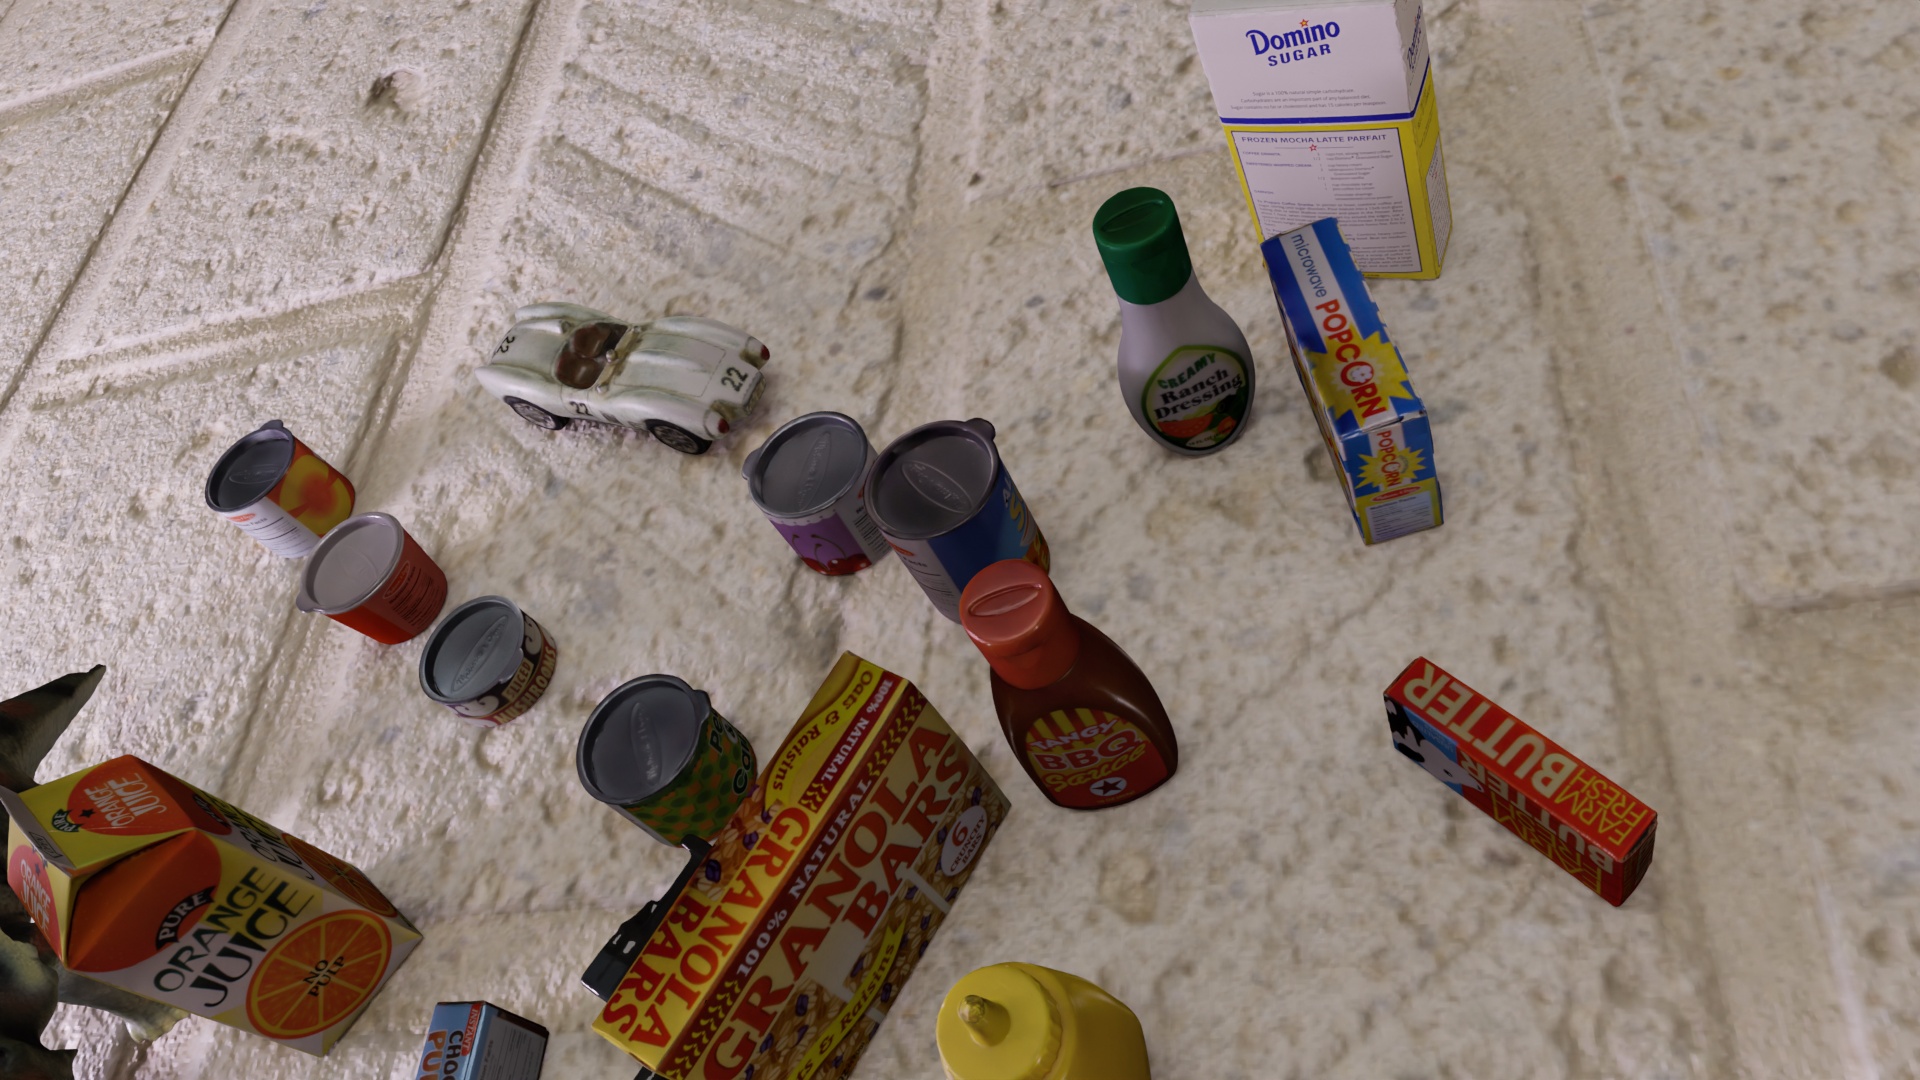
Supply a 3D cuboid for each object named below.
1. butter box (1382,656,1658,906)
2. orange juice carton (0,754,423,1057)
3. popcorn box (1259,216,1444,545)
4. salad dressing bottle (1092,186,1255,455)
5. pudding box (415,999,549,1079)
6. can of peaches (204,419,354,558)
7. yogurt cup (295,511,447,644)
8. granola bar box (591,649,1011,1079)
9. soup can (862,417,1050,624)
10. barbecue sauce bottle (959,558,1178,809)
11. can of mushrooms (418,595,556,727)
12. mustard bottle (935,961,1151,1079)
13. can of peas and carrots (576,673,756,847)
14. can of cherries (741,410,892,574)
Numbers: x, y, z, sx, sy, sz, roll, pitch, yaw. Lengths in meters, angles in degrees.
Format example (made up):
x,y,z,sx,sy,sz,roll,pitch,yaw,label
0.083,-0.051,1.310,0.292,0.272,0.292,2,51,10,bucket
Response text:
x,y,z,sx,sy,sz,roll,pitch,yaw,label
0.210,0.090,0.524,0.024,0.053,0.104,-44,52,-9,butter box
-0.345,0.161,0.628,0.072,0.192,0.073,27,71,35,orange juice carton
0.177,-0.073,0.630,0.038,0.085,0.127,-19,52,11,popcorn box
0.097,-0.098,0.643,0.064,0.147,0.044,-23,51,8,salad dressing bottle
-0.212,0.248,0.601,0.030,0.049,0.084,-9,55,18,pudding box
-0.432,-0.032,0.887,0.071,0.058,0.071,-12,54,16,can of peaches
-0.338,0.025,0.809,0.072,0.053,0.073,-12,54,16,yogurt cup
-0.053,0.145,0.555,0.039,0.123,0.166,21,68,33,granola bar box
0.002,-0.008,0.663,0.071,0.083,0.072,-12,54,16,soup can
0.041,0.060,0.557,0.065,0.148,0.044,-18,52,12,barbecue sauce bottle
-0.255,0.067,0.756,0.071,0.033,0.071,-12,54,16,can of mushrooms
0.027,0.177,0.475,0.049,0.159,0.065,-6,56,20,mustard bottle
-0.137,0.104,0.662,0.071,0.058,0.071,-12,54,16,can of peas and carrots
-0.070,-0.024,0.722,0.071,0.058,0.072,-12,54,16,can of cherries
